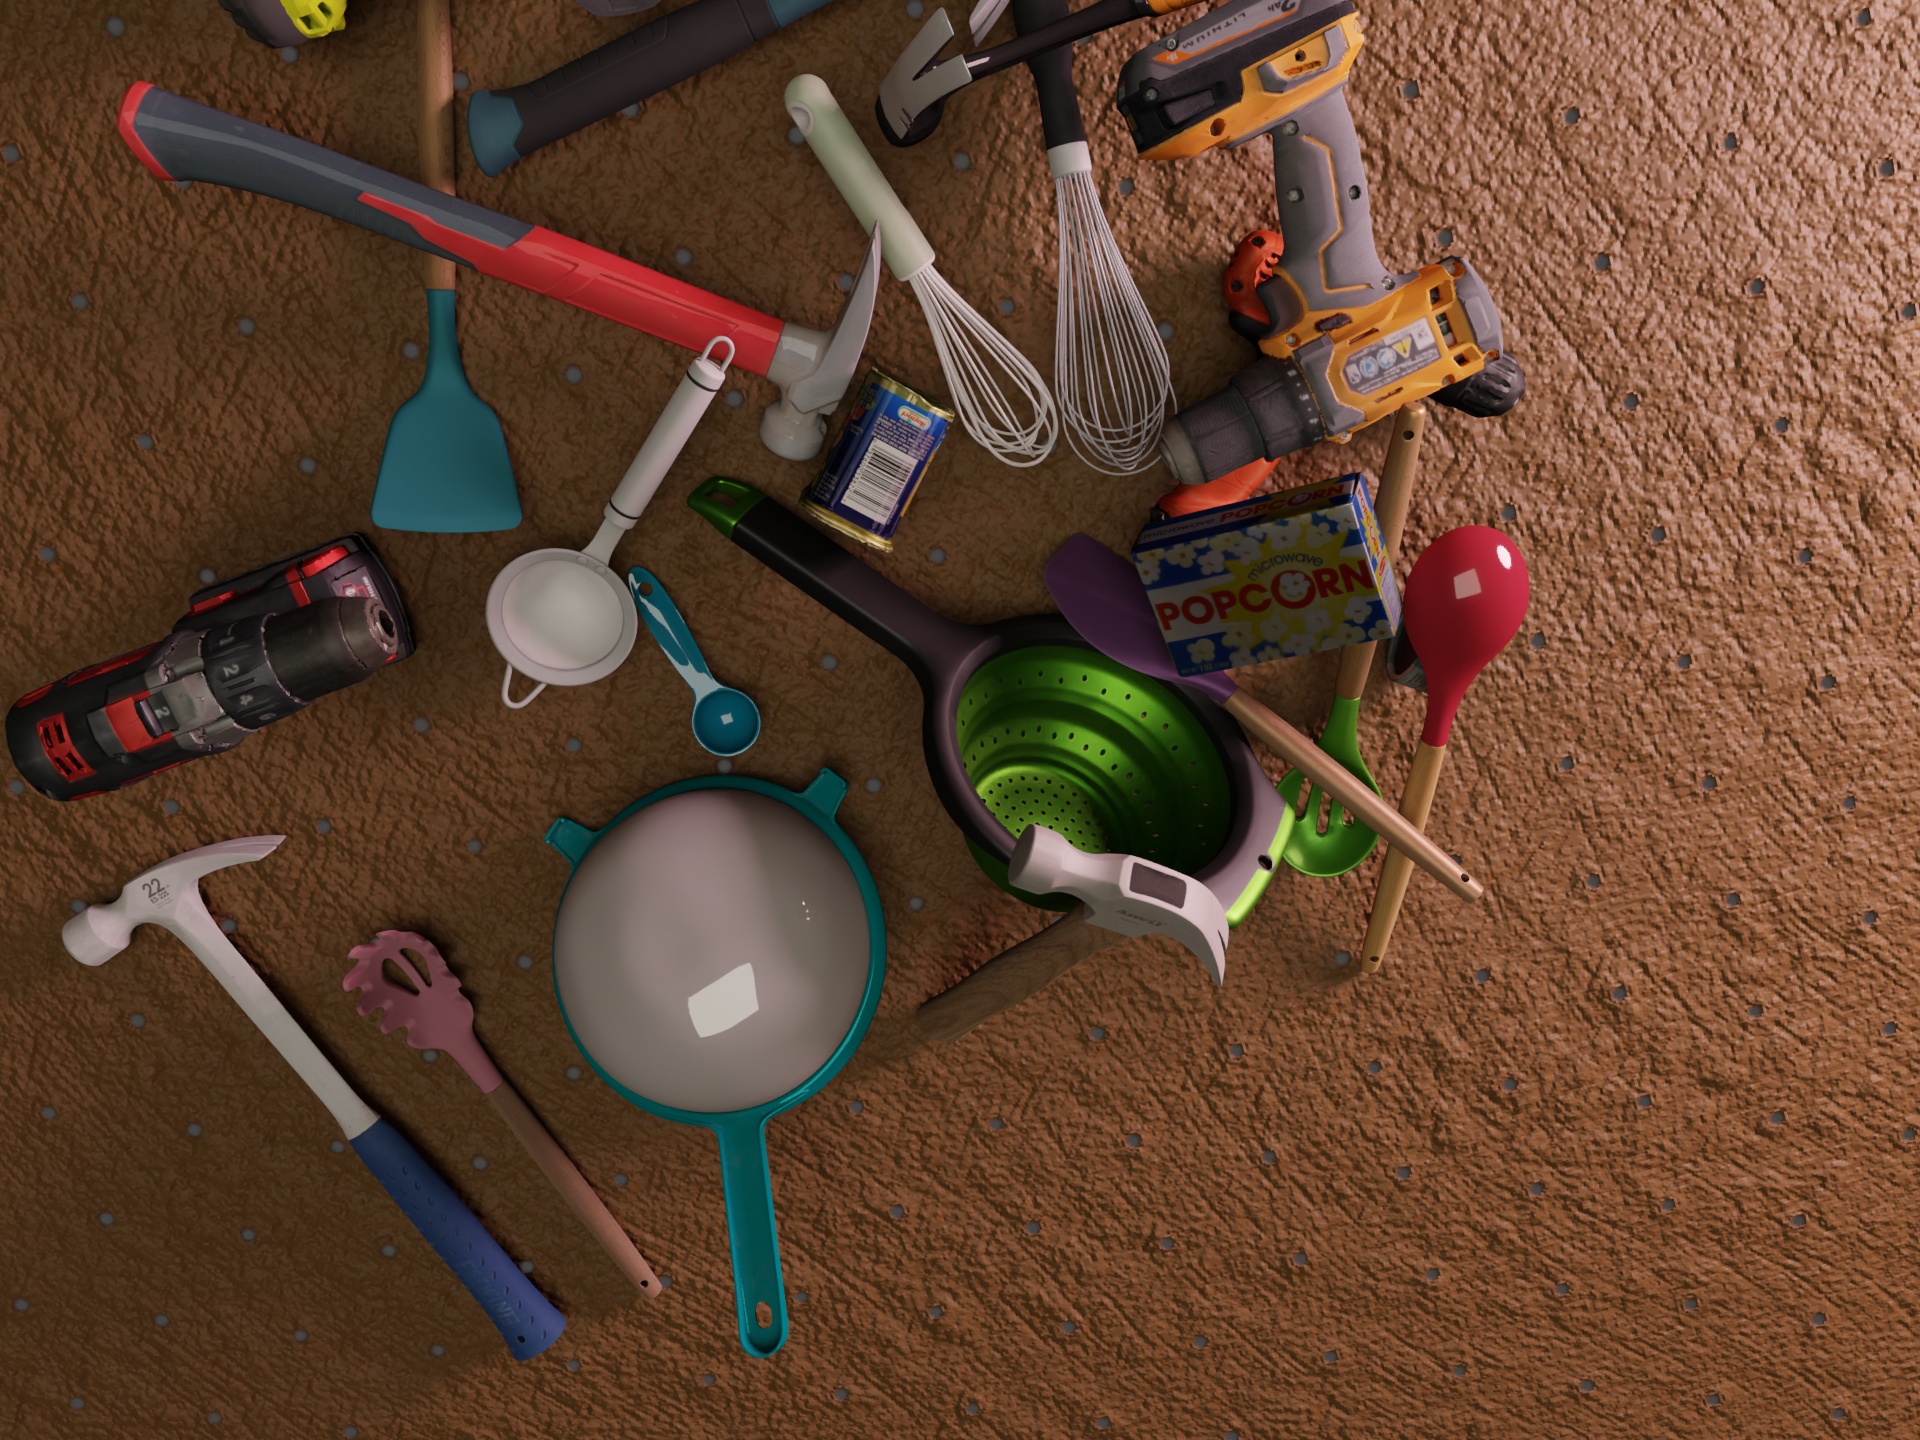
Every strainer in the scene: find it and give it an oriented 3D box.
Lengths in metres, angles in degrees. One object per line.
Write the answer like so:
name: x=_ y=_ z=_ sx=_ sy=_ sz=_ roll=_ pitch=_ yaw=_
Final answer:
strainer: x=-0.194 y=-0.112 z=0.903 sx=0.086 sy=0.050 sz=0.258 roll=29 pitch=117 yaw=-18
strainer: x=-0.145 y=0.194 z=0.913 sx=0.211 sy=0.095 sz=0.340 roll=-11 pitch=79 yaw=8

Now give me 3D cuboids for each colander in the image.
colander: x=-0.001 y=-0.003 z=0.933 sx=0.397 sy=0.204 sz=0.094 roll=35 pitch=137 yaw=5

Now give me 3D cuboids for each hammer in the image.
hammer: x=0.042 y=0.136 z=0.884 sx=0.130 sy=0.331 sz=0.031 roll=20 pitch=64 yaw=-11
hammer: x=-0.386 y=0.252 z=1.024 sx=0.144 sy=0.035 sz=0.405 roll=-32 pitch=104 yaw=7
hammer: x=-0.115 y=-0.378 z=0.849 sx=0.331 sy=0.033 sz=0.128 roll=-22 pitch=90 yaw=7
hammer: x=-0.235 y=-0.261 z=0.834 sx=0.386 sy=0.038 sz=0.143 roll=18 pitch=132 yaw=-13
hammer: x=0.119 y=-0.377 z=0.803 sx=0.337 sy=0.127 sz=0.034 roll=-26 pitch=101 yaw=-10

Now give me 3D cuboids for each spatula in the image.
spatula: x=0.177 y=0.003 z=0.931 sx=0.316 sy=0.018 sz=0.060 roll=39 pitch=64 yaw=4
spatula: x=-0.287 y=-0.265 z=0.878 sx=0.082 sy=0.044 sz=0.317 roll=0 pitch=105 yaw=-12

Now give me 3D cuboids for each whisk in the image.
whisk: x=-0.019 y=-0.243 z=0.875 sx=0.059 sy=0.058 sz=0.246 roll=-48 pitch=116 yaw=-26
whisk: x=0.066 y=-0.276 z=0.880 sx=0.070 sy=0.070 sz=0.284 roll=-12 pitch=100 yaw=2

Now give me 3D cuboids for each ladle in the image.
ladle: x=0.272 y=0.032 z=0.939 sx=0.069 sy=0.031 sz=0.315 roll=4 pitch=125 yaw=0

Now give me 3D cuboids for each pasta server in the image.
pasta server: x=-0.286 y=0.260 z=1.029 sx=0.060 sy=0.040 sz=0.316 roll=-33 pitch=105 yaw=-4

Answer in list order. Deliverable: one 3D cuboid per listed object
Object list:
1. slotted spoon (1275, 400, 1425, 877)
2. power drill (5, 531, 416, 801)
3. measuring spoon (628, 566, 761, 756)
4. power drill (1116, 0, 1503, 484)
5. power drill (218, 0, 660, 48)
slotted spoon: x=0.230 y=-0.037 z=0.915 sx=0.070 sy=0.031 sz=0.313 roll=9 pitch=127 yaw=8
power drill: x=-0.364 y=-0.038 z=0.844 sx=0.188 sy=0.227 sz=0.080 roll=-20 pitch=106 yaw=4
measuring spoon: x=-0.163 y=-0.037 z=0.963 sx=0.042 sy=0.021 sz=0.128 roll=-30 pitch=95 yaw=6
power drill: x=0.157 y=-0.248 z=0.829 sx=0.185 sy=0.084 sz=0.226 roll=-26 pitch=105 yaw=6
power drill: x=-0.270 y=-0.437 z=0.807 sx=0.223 sy=0.080 sz=0.171 roll=-11 pitch=87 yaw=-2
